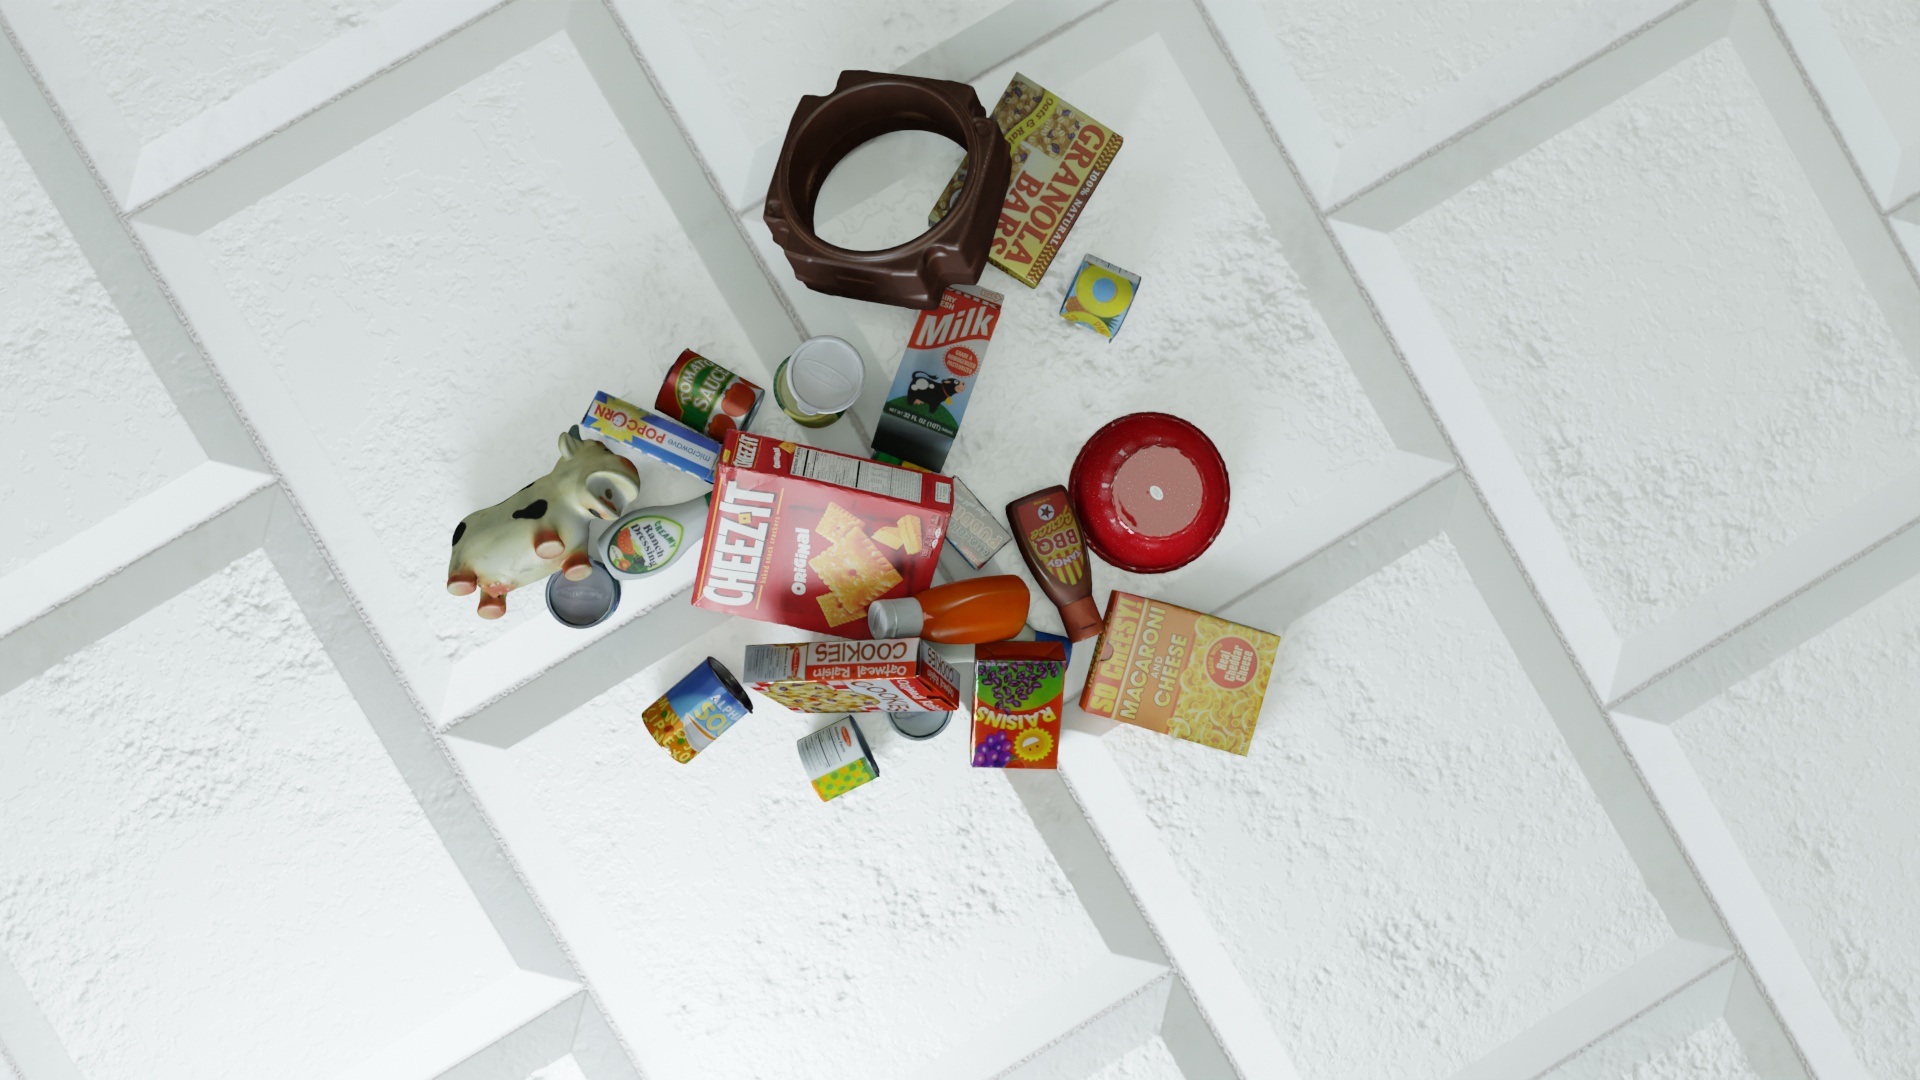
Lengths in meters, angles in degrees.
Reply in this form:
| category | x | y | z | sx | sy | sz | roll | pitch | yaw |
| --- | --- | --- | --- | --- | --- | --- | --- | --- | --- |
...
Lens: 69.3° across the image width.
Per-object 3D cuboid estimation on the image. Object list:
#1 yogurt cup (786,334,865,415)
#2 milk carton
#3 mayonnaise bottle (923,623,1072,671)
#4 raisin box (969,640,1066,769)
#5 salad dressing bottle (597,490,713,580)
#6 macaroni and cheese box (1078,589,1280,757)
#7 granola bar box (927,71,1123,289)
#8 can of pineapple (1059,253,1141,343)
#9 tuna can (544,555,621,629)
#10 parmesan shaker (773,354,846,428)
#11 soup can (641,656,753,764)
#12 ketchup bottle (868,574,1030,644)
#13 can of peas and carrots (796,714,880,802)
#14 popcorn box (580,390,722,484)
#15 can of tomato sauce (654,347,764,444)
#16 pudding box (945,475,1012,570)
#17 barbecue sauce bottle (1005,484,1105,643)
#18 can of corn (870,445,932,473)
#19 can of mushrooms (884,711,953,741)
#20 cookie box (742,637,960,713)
| category | x | y | z | sx | sy | sz | roll | pitch | yaw |
| --- | --- | --- | --- | --- | --- | --- | --- | --- | --- |
| yogurt cup | -0.117 | -0.144 | 1.221 | 0.072 | 0.054 | 0.072 | 0 | 91 | -3 |
| milk carton | -0.017 | -0.168 | 1.303 | 0.072 | 0.073 | 0.191 | 20 | 64 | -4 |
| mayonnaise bottle | 0.033 | 0.097 | 1.344 | 0.148 | 0.041 | 0.064 | 13 | 93 | -4 |
| raisin box | 0.054 | 0.158 | 1.323 | 0.086 | 0.040 | 0.122 | 1 | 116 | -4 |
| salad dressing bottle | -0.270 | -0.013 | 1.324 | 0.148 | 0.044 | 0.064 | -26 | 100 | -2 |
| macaroni and cheese box | 0.213 | 0.128 | 1.353 | 0.166 | 0.040 | 0.123 | 16 | 89 | -3 |
| granola bar box | 0.062 | -0.345 | 1.340 | 0.124 | 0.039 | 0.165 | 31 | 89 | -2 |
| can of pineapple | 0.133 | -0.233 | 1.332 | 0.058 | 0.071 | 0.071 | 23 | 90 | -3 |
| tuna can | -0.359 | 0.048 | 1.326 | 0.071 | 0.033 | 0.071 | 0 | 91 | -3 |
| parmesan shaker | -0.136 | -0.141 | 1.300 | 0.071 | 0.103 | 0.071 | 0 | 91 | -3 |
| soup can | -0.248 | 0.163 | 1.315 | 0.084 | 0.071 | 0.071 | -40 | 93 | -1 |
| ketchup bottle | -0.010 | 0.067 | 1.264 | 0.149 | 0.044 | 0.064 | -4 | 126 | -31 |
| can of peas and carrots | -0.116 | 0.210 | 1.326 | 0.059 | 0.071 | 0.071 | -25 | 92 | -2 |
| popcorn box | -0.282 | -0.095 | 1.302 | 0.127 | 0.085 | 0.038 | 24 | 89 | -3 |
| can of tomato sauce | -0.236 | -0.134 | 1.312 | 0.083 | 0.071 | 0.071 | 28 | 90 | -3 |
| pudding box | 0.005 | -0.017 | 1.345 | 0.049 | 0.030 | 0.083 | -42 | 92 | -1 |
| barbecue sauce bottle | 0.097 | 0.024 | 1.335 | 0.065 | 0.043 | 0.148 | -19 | 85 | -12 |
| can of corn | -0.061 | -0.059 | 1.324 | 0.058 | 0.071 | 0.071 | 19 | 90 | -3 |
| can of mushrooms | -0.041 | 0.156 | 1.343 | 0.071 | 0.033 | 0.071 | 0 | 91 | -2 |
| cookie box | -0.097 | 0.127 | 1.269 | 0.167 | 0.122 | 0.040 | -3 | 69 | 17 |
